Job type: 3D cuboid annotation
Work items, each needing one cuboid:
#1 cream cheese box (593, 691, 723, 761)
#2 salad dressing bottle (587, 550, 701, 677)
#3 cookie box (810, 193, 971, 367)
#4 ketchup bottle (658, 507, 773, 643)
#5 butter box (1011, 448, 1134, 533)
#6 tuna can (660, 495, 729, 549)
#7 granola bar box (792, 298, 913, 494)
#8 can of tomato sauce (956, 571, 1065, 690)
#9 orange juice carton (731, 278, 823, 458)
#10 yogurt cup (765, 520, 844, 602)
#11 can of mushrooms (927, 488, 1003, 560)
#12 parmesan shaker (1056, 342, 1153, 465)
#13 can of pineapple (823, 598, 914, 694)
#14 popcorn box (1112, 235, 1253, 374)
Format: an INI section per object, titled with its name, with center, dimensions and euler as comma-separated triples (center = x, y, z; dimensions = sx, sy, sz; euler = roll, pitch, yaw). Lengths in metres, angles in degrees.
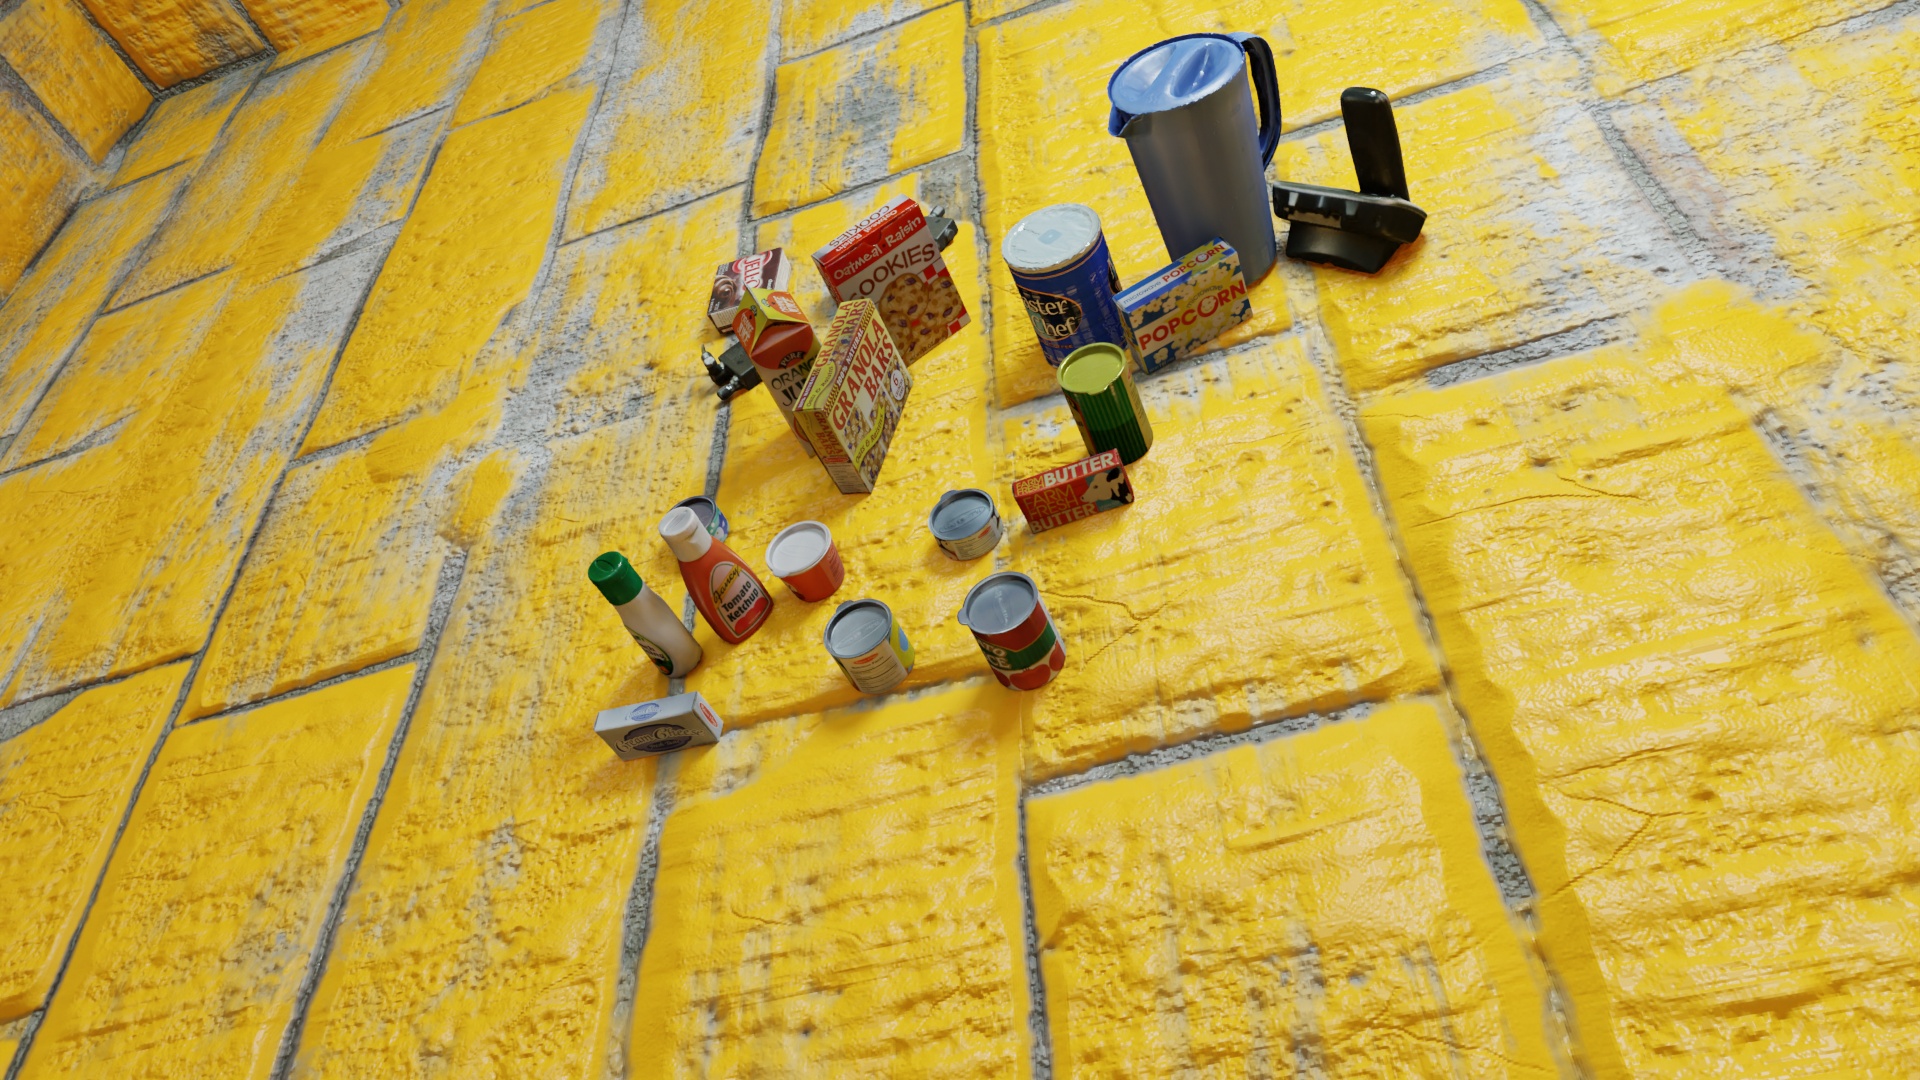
[cream cheese box]
center = -0.275, 0.170, 1.265
dimensions = 0.104, 0.053, 0.024
euler = -13, 45, 15
[salad dressing bottle]
center = -0.296, 0.069, 1.303
dimensions = 0.064, 0.147, 0.044
euler = 22, 62, 40
[cookie box]
center = -0.072, -0.273, 1.508
dimensions = 0.123, 0.166, 0.040
euler = -37, 43, -10
[ketchup bottle]
center = -0.234, 0.030, 1.309
dimensions = 0.043, 0.148, 0.065
euler = 22, 62, 40
[butter box]
center = 0.104, -0.045, 1.283
dimensions = 0.103, 0.053, 0.024
euler = -18, 44, 11
[tuna can]
center = -0.278, -0.011, 1.457
dimensions = 0.071, 0.032, 0.071
euler = -14, 44, 14
[granola bar box]
center = -0.109, -0.149, 1.438
dimensions = 0.039, 0.123, 0.166
euler = -3, 48, 25
[can of tomato sauce]
center = 0.045, 0.078, 1.172
dimensions = 0.071, 0.082, 0.071
euler = -14, 44, 14
[orange juice carton]
center = -0.177, -0.187, 1.459
dimensions = 0.073, 0.192, 0.072
euler = -30, 43, -3
[yogurt cup]
center = -0.147, 0.022, 1.343
dimensions = 0.072, 0.053, 0.073
euler = -14, 44, 14
[can of mushrooms]
center = 0.005, -0.017, 1.320
dimensions = 0.071, 0.033, 0.071
euler = -14, 44, 14
[parmesan shaker]
center = 0.137, -0.124, 1.306
dimensions = 0.071, 0.102, 0.072
euler = -14, 44, 14
[can of pineapple]
center = -0.081, 0.093, 1.238
dimensions = 0.071, 0.057, 0.071
euler = -14, 44, 14
[popcorn box]
center = 0.222, -0.233, 1.383
dimensions = 0.127, 0.085, 0.038
euler = -30, 43, -3
